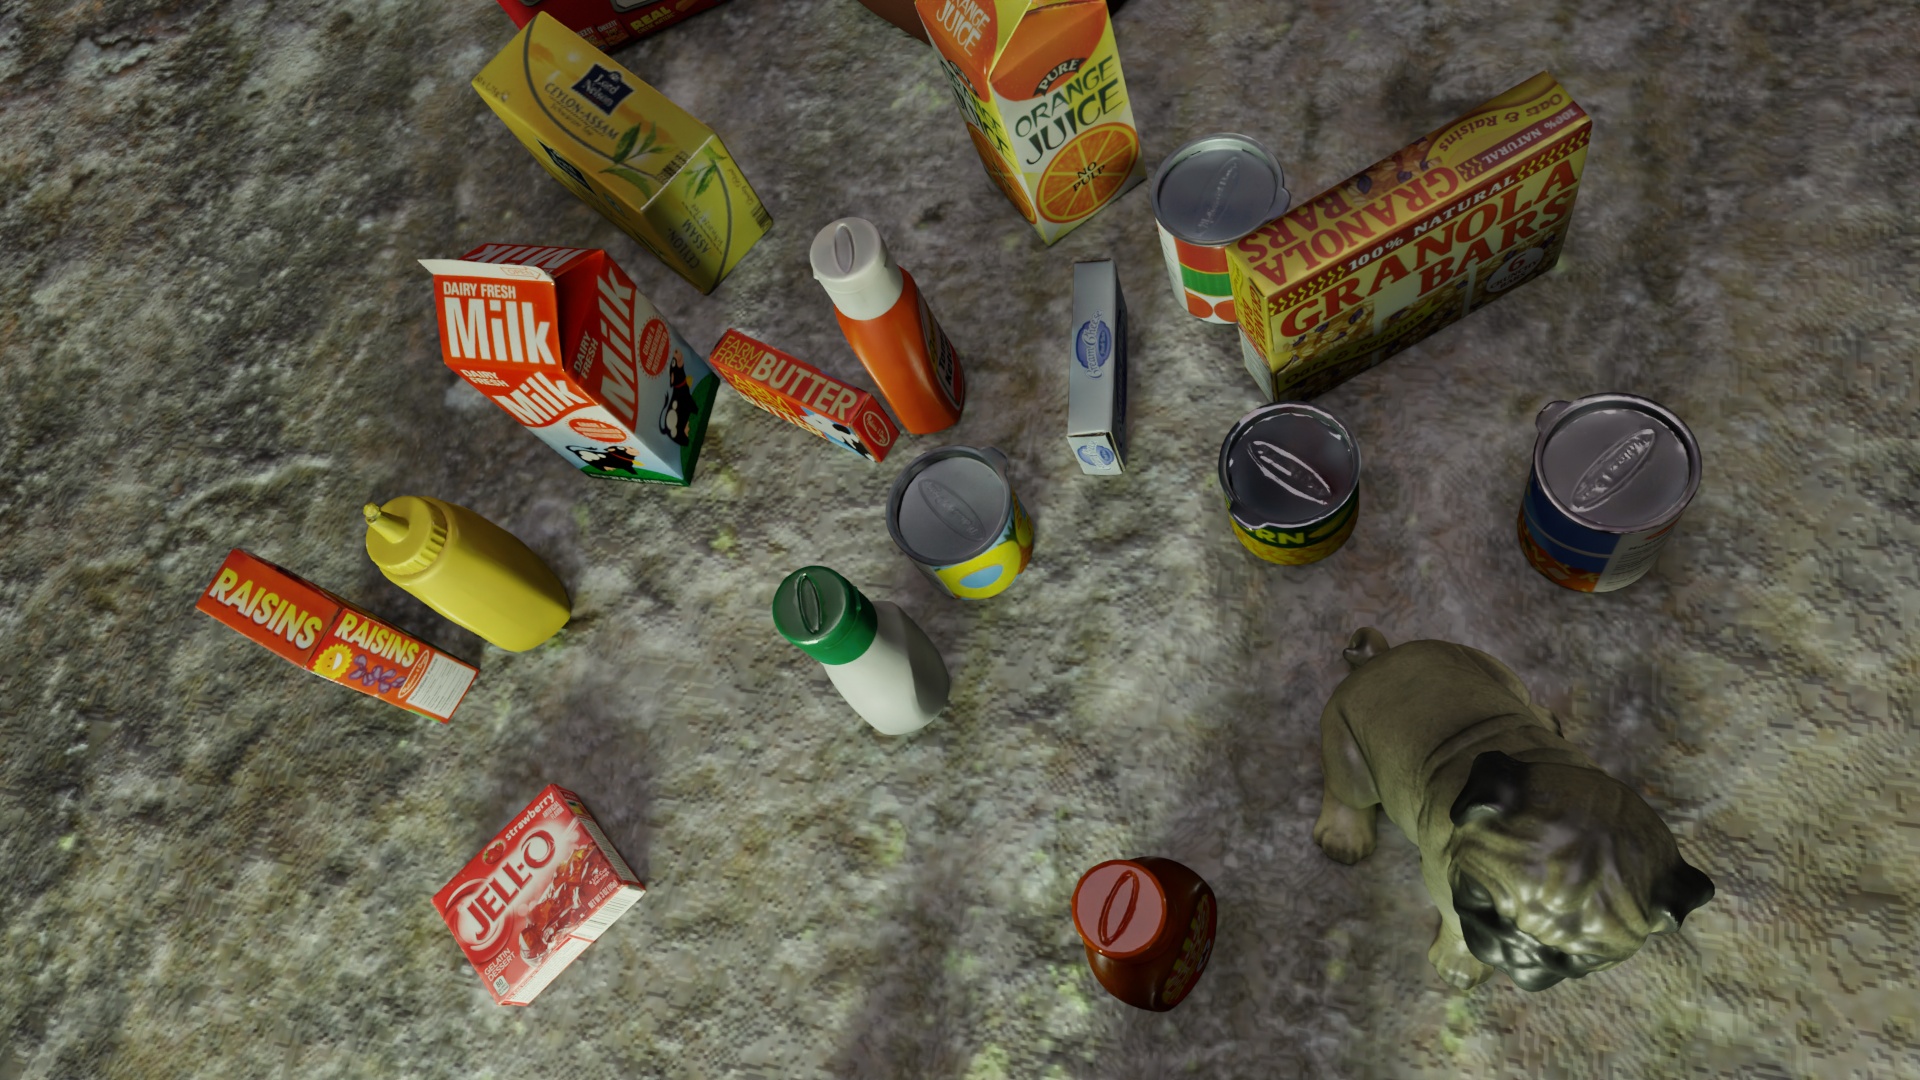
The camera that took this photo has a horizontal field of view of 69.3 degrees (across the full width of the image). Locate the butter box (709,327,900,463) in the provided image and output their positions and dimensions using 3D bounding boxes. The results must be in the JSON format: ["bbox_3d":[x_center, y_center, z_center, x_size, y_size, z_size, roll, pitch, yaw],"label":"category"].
[{"bbox_3d":[-0.088,-0.081,0.779,0.103,0.053,0.024,27,79,23],"label":"butter box"}]

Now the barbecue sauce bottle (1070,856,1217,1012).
[{"bbox_3d":[0.077,0.162,0.583,0.044,0.148,0.065,20,76,22],"label":"barbecue sauce bottle"}]

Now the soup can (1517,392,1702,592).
[{"bbox_3d":[0.290,-0.022,0.632,0.071,0.083,0.071,-5,68,14],"label":"soup can"}]

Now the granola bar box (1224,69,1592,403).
[{"bbox_3d":[0.216,-0.138,0.677,0.165,0.124,0.039,-29,65,3],"label":"granola bar box"}]

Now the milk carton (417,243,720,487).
[{"bbox_3d":[-0.205,-0.099,0.743,0.072,0.190,0.073,6,71,18],"label":"milk carton"}]

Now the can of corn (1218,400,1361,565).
[{"bbox_3d":[0.161,-0.025,0.684,0.071,0.058,0.071,-5,68,14],"label":"can of corn"}]

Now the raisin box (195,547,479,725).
[{"bbox_3d":[-0.335,0.054,0.756,0.086,0.123,0.040,23,77,23],"label":"raisin box"}]

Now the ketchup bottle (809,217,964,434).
[{"bbox_3d":[-0.037,-0.112,0.724,0.043,0.148,0.065,-14,66,11],"label":"ketchup bottle"}]

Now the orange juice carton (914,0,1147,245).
[{"bbox_3d":[0.037,-0.248,0.733,0.073,0.192,0.072,-35,64,0],"label":"orange juice carton"}]

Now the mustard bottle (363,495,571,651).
[{"bbox_3d":[-0.267,0.011,0.734,0.049,0.160,0.065,-41,64,-2],"label":"mustard bottle"}]

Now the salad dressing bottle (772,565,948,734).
[{"bbox_3d":[-0.046,0.052,0.662,0.044,0.147,0.064,-18,66,9],"label":"salad dressing bottle"}]

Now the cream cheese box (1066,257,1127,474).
[{"bbox_3d":[0.074,-0.091,0.738,0.024,0.053,0.104,-2,69,15],"label":"cream cheese box"}]

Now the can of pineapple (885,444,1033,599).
[{"bbox_3d":[0.003,-0.009,0.722,0.071,0.057,0.071,-5,68,14],"label":"can of pineapple"}]

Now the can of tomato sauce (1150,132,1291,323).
[{"bbox_3d":[0.140,-0.162,0.730,0.071,0.083,0.071,-5,68,14],"label":"can of tomato sauce"}]
